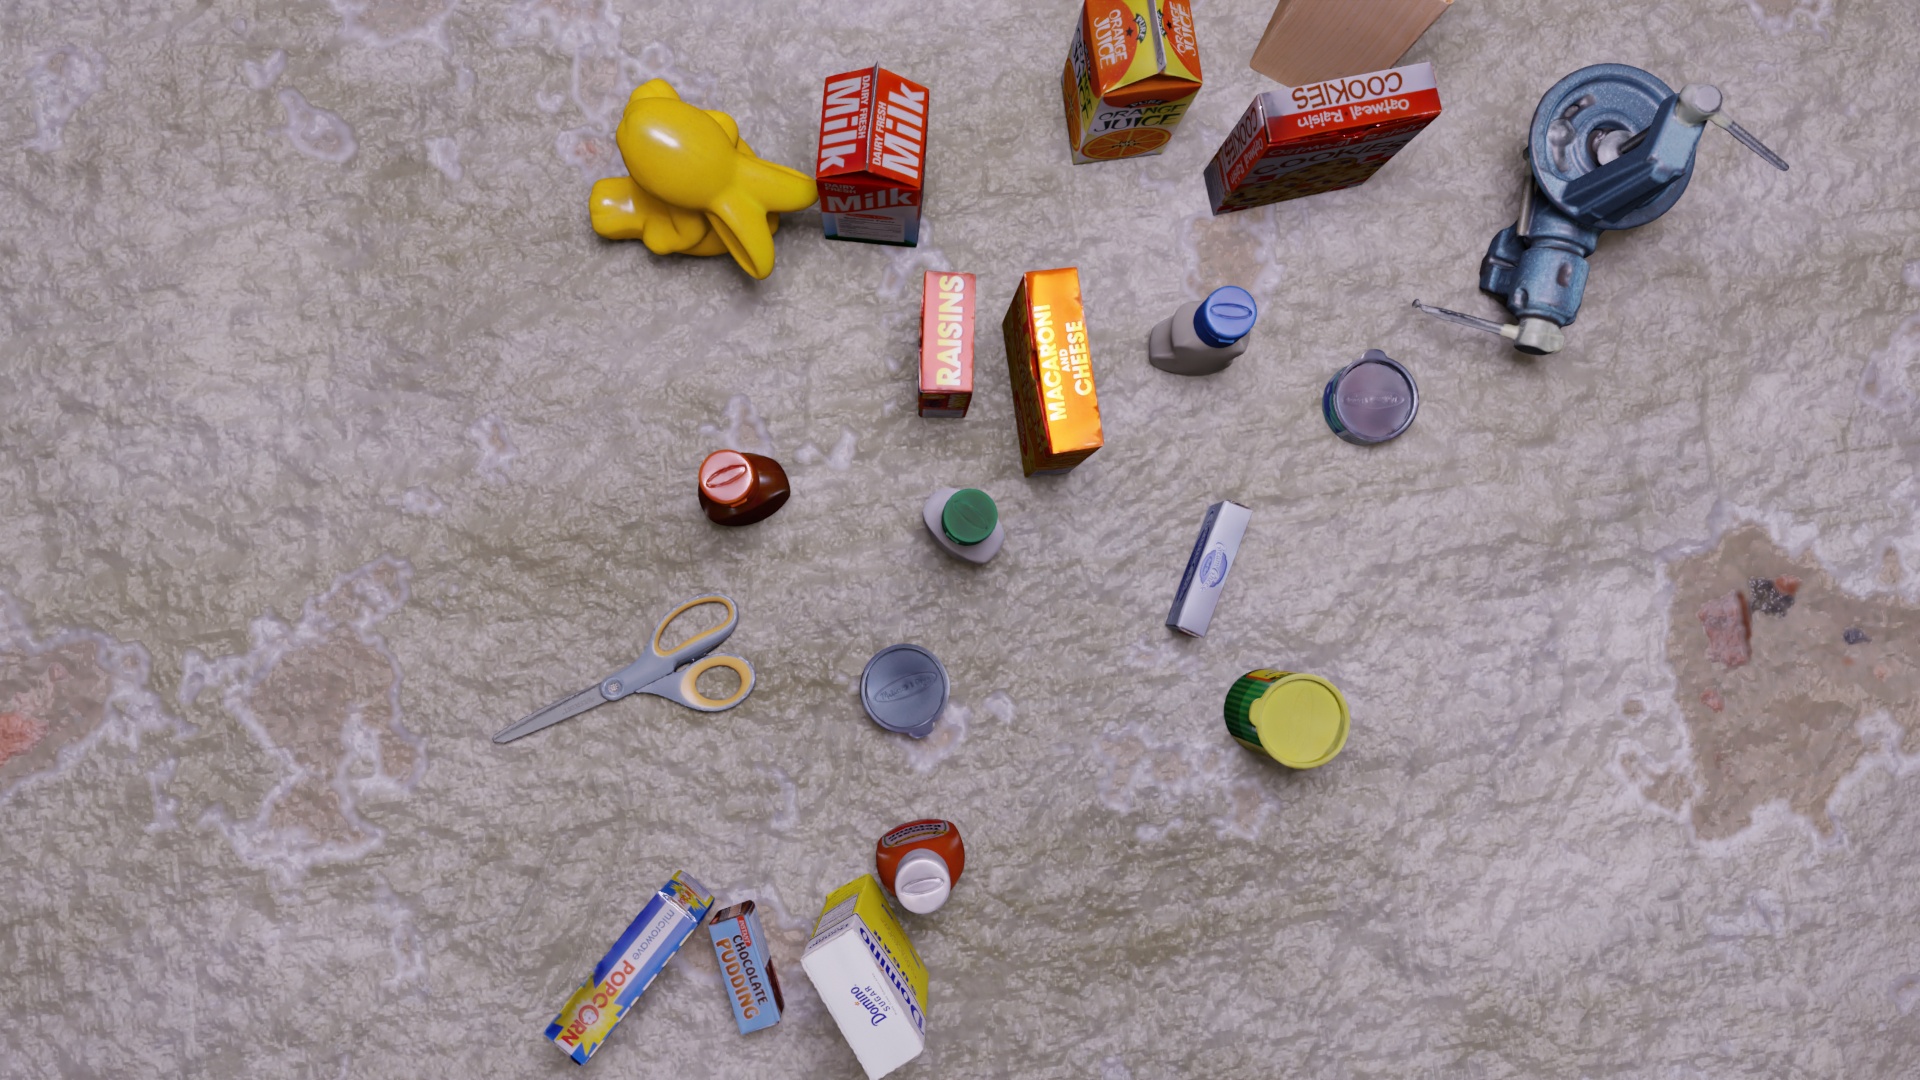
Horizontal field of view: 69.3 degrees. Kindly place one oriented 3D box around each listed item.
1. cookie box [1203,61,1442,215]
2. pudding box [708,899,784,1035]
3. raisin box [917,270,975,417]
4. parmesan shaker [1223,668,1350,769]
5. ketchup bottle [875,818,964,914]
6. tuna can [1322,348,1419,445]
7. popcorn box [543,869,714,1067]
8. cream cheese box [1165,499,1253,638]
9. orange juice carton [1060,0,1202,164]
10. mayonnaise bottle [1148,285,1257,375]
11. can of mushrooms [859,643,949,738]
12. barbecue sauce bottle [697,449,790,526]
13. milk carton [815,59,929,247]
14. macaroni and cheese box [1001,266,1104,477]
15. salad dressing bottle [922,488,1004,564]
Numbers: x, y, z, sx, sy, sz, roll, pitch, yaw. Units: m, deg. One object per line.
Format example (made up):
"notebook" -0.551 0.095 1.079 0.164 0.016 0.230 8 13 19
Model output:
"cookie box" 0.257 -0.287 1.007 0.123 0.167 0.040 -12 88 -3
"pudding box" -0.155 0.310 1.009 0.030 0.049 0.083 -18 88 -4
"raisin box" -0.011 -0.139 1.007 0.040 0.123 0.086 2 87 -3
"parmesan shaker" 0.233 0.127 1.013 0.071 0.103 0.071 0 87 -3
"ketchup bottle" -0.027 0.228 0.971 0.065 0.148 0.043 -13 88 -3
"tuna can" 0.314 -0.109 1.067 0.071 0.033 0.071 0 87 -3
"popcorn box" -0.233 0.301 0.988 0.038 0.085 0.127 39 86 0
"cream cheese box" 0.185 0.022 1.042 0.024 0.053 0.104 22 86 -2
"orange juice carton" 0.122 -0.336 0.991 0.073 0.192 0.072 -8 88 -3
"mayonnaise bottle" 0.179 -0.151 1.005 0.065 0.148 0.041 5 87 -3
"can of mushrooms" -0.041 0.112 1.035 0.071 0.033 0.071 0 87 -3
"barbecue sauce bottle" -0.156 -0.038 0.981 0.065 0.148 0.043 -23 89 -4
"milk carton" -0.061 -0.268 0.978 0.073 0.190 0.072 5 87 -3
"macaroni and cheese box" 0.062 -0.114 0.987 0.040 0.166 0.123 -8 87 -3
"salad dressing bottle" 0.004 -0.012 0.988 0.064 0.147 0.044 39 86 0
